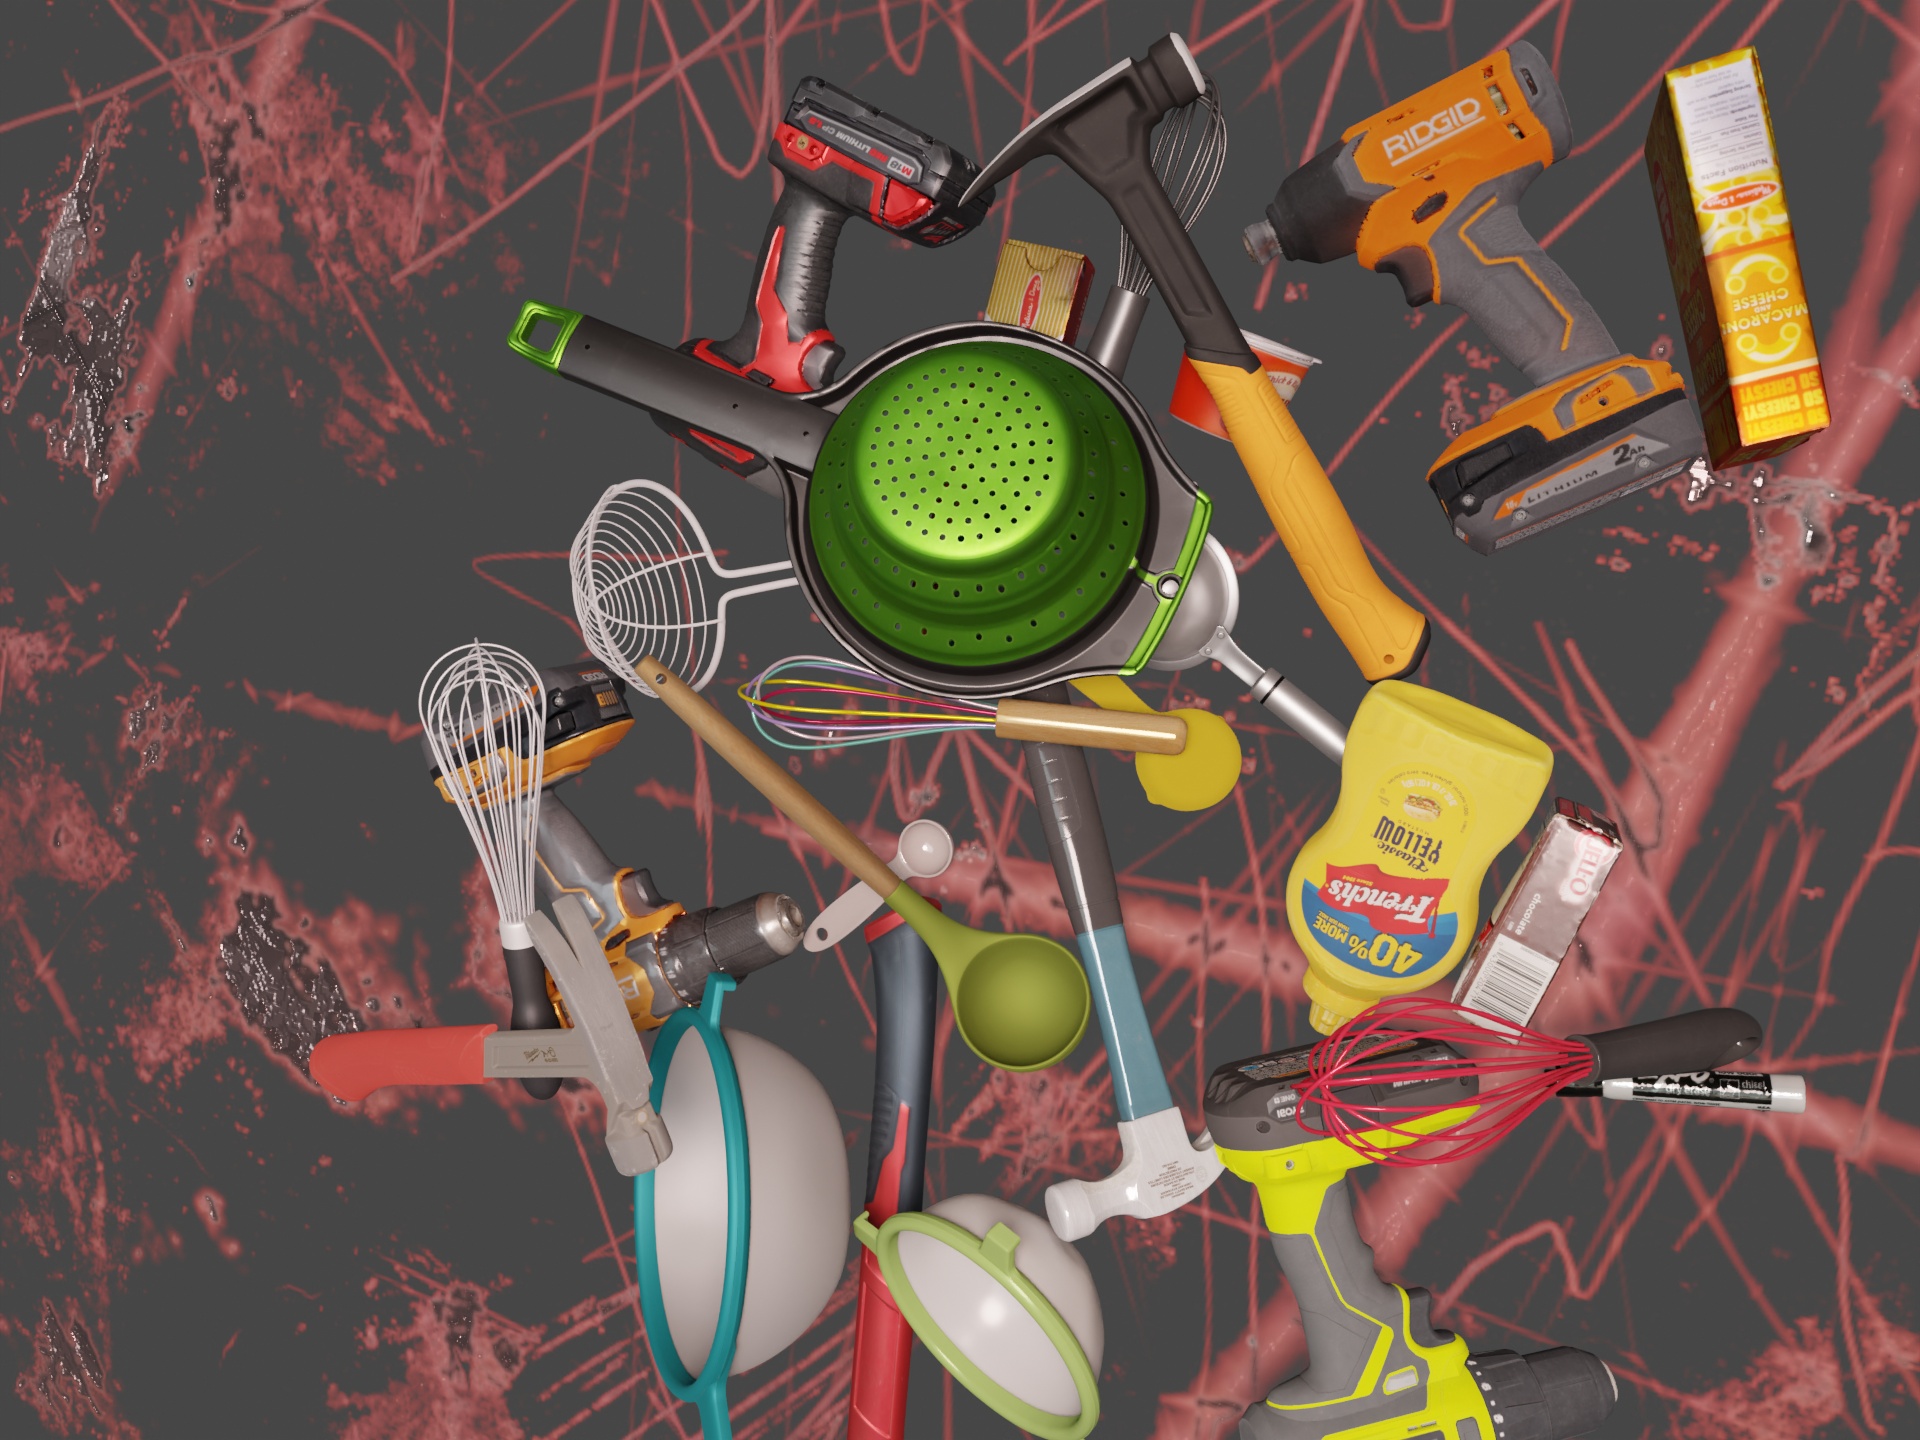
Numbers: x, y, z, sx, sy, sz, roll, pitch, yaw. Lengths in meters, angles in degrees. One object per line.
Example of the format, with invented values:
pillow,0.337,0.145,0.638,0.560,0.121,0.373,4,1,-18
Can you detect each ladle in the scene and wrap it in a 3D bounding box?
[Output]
ladle,-0.053,0.076,0.871,0.320,0.062,0.078,43,76,-11

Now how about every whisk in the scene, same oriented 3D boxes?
whisk,0.270,0.157,0.727,0.073,0.295,0.073,-1,89,60
whisk,0.089,-0.233,0.868,0.055,0.055,0.239,24,104,16
whisk,-0.002,-0.002,0.855,0.245,0.047,0.051,6,79,9
whisk,-0.259,0.091,0.918,0.070,0.070,0.284,2,108,19

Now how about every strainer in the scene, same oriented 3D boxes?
strainer,0.159,-0.025,0.858,0.258,0.050,0.086,40,120,10
strainer,0.059,0.351,0.868,0.256,0.069,0.151,56,145,-9
strainer,-0.104,0.321,0.871,0.211,0.095,0.341,123,142,-47

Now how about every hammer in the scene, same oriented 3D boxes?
hammer,-0.301,0.190,0.942,0.359,0.036,0.149,-13,101,45
hammer,0.136,-0.157,0.798,0.127,0.034,0.336,-28,106,20
hammer,-0.026,0.298,0.937,0.143,0.038,0.386,6,95,17
hammer,0.072,0.102,0.871,0.128,0.033,0.331,-11,80,-19

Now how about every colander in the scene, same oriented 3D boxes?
colander,-0.069,-0.150,0.811,0.397,0.094,0.204,23,83,10

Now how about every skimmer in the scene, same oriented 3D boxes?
skimmer,-0.049,-0.094,0.894,0.363,0.090,0.127,-9,100,6

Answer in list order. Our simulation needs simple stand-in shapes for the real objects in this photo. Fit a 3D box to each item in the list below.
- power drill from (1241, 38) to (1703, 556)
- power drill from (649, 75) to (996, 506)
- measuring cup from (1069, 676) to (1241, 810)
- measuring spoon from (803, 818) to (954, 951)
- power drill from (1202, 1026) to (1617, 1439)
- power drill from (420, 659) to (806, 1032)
power drill,0.250,-0.201,0.794,0.164,0.084,0.226,-23,81,15
power drill,-0.077,-0.234,0.909,0.143,0.078,0.219,33,105,15
measuring cup,0.088,-0.011,0.866,0.156,0.029,0.062,41,88,-1
measuring spoon,-0.049,0.100,0.950,0.124,0.018,0.034,-40,80,23
power drill,0.226,0.281,0.814,0.190,0.080,0.228,-11,87,-7
power drill,-0.209,0.078,0.967,0.185,0.084,0.226,-23,90,19
